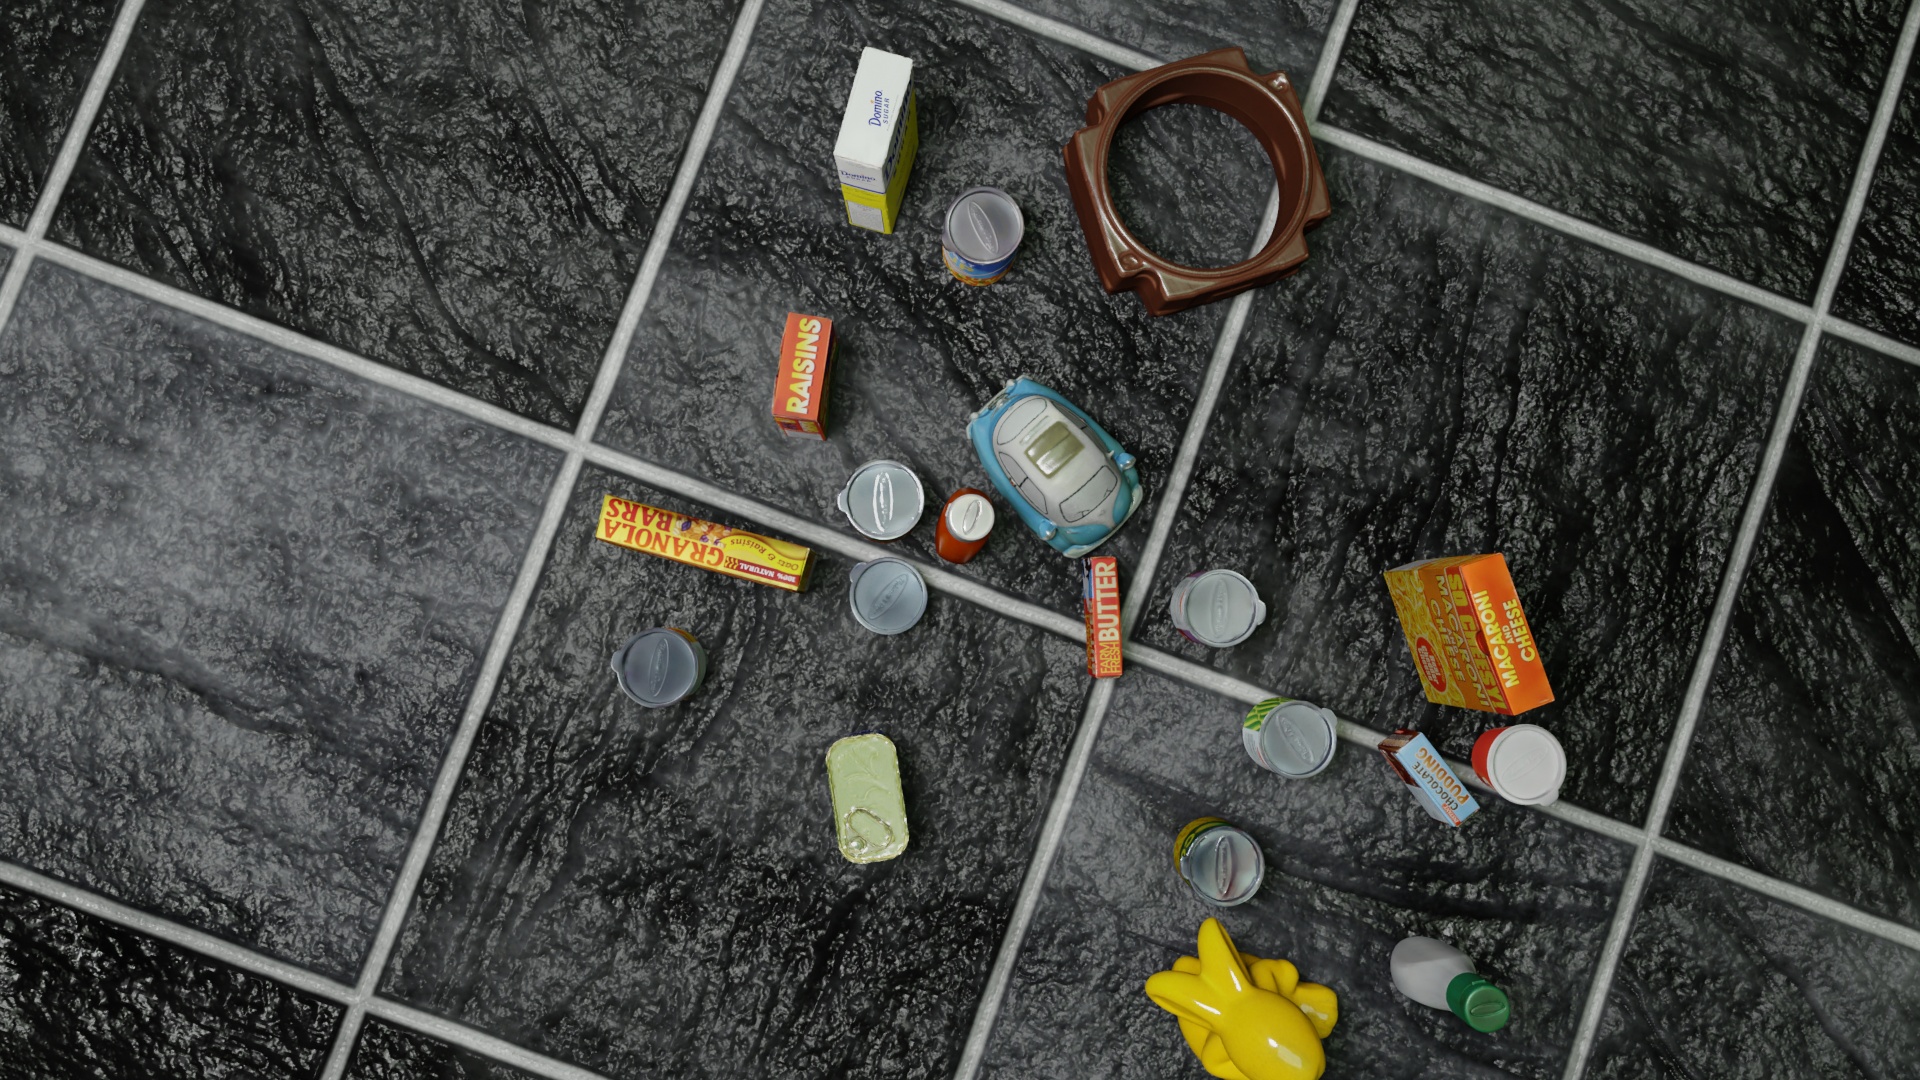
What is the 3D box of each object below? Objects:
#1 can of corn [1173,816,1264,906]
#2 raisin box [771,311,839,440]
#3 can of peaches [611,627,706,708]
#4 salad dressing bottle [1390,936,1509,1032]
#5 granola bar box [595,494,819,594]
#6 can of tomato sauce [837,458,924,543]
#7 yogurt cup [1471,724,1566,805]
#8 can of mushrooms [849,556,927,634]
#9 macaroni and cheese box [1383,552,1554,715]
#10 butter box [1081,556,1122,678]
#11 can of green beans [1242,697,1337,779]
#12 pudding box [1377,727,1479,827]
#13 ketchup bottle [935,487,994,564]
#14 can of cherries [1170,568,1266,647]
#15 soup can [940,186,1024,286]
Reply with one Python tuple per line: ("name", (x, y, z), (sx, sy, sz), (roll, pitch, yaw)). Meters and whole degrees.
("can of corn", (0.216, 0.271, 1.179), (0.071, 0.058, 0.071), (0, 87, -3))
("raisin box", (-0.128, -0.134, 1.157), (0.040, 0.123, 0.086), (9, 86, -2))
("can of peaches", (-0.252, 0.105, 1.168), (0.071, 0.058, 0.071), (0, 87, -3))
("salad dressing bottle", (0.400, 0.363, 1.137), (0.064, 0.147, 0.044), (-9, 87, -3))
("granola bar box", (-0.204, 0.006, 1.144), (0.166, 0.124, 0.039), (15, 86, -2))
("can of tomato sauce", (-0.066, -0.031, 1.173), (0.071, 0.083, 0.071), (0, 87, -3))
("yogurt cup", (0.478, 0.191, 1.199), (0.072, 0.054, 0.072), (0, 87, -3))
("can of mushrooms", (-0.064, 0.046, 1.193), (0.071, 0.033, 0.071), (0, 86, -3))
("macaroni and cheese box", (0.414, 0.076, 1.147), (0.040, 0.166, 0.123), (-19, 88, -3))
("butter box", (0.121, 0.065, 1.191), (0.024, 0.053, 0.103), (-3, 87, -3))
("can of green beans", (0.281, 0.168, 1.189), (0.071, 0.058, 0.071), (0, 87, -3))
("pudding box", (0.402, 0.204, 1.197), (0.030, 0.049, 0.083), (-38, 89, -4))
("ketchup bottle", (0.004, -0.014, 1.142), (0.043, 0.148, 0.065), (19, 86, -1))
("can of cherries", (0.220, 0.059, 1.193), (0.071, 0.058, 0.071), (0, 87, -3))
("soup can", (0.015, -0.258, 1.191), (0.071, 0.083, 0.071), (0, 87, -3))
